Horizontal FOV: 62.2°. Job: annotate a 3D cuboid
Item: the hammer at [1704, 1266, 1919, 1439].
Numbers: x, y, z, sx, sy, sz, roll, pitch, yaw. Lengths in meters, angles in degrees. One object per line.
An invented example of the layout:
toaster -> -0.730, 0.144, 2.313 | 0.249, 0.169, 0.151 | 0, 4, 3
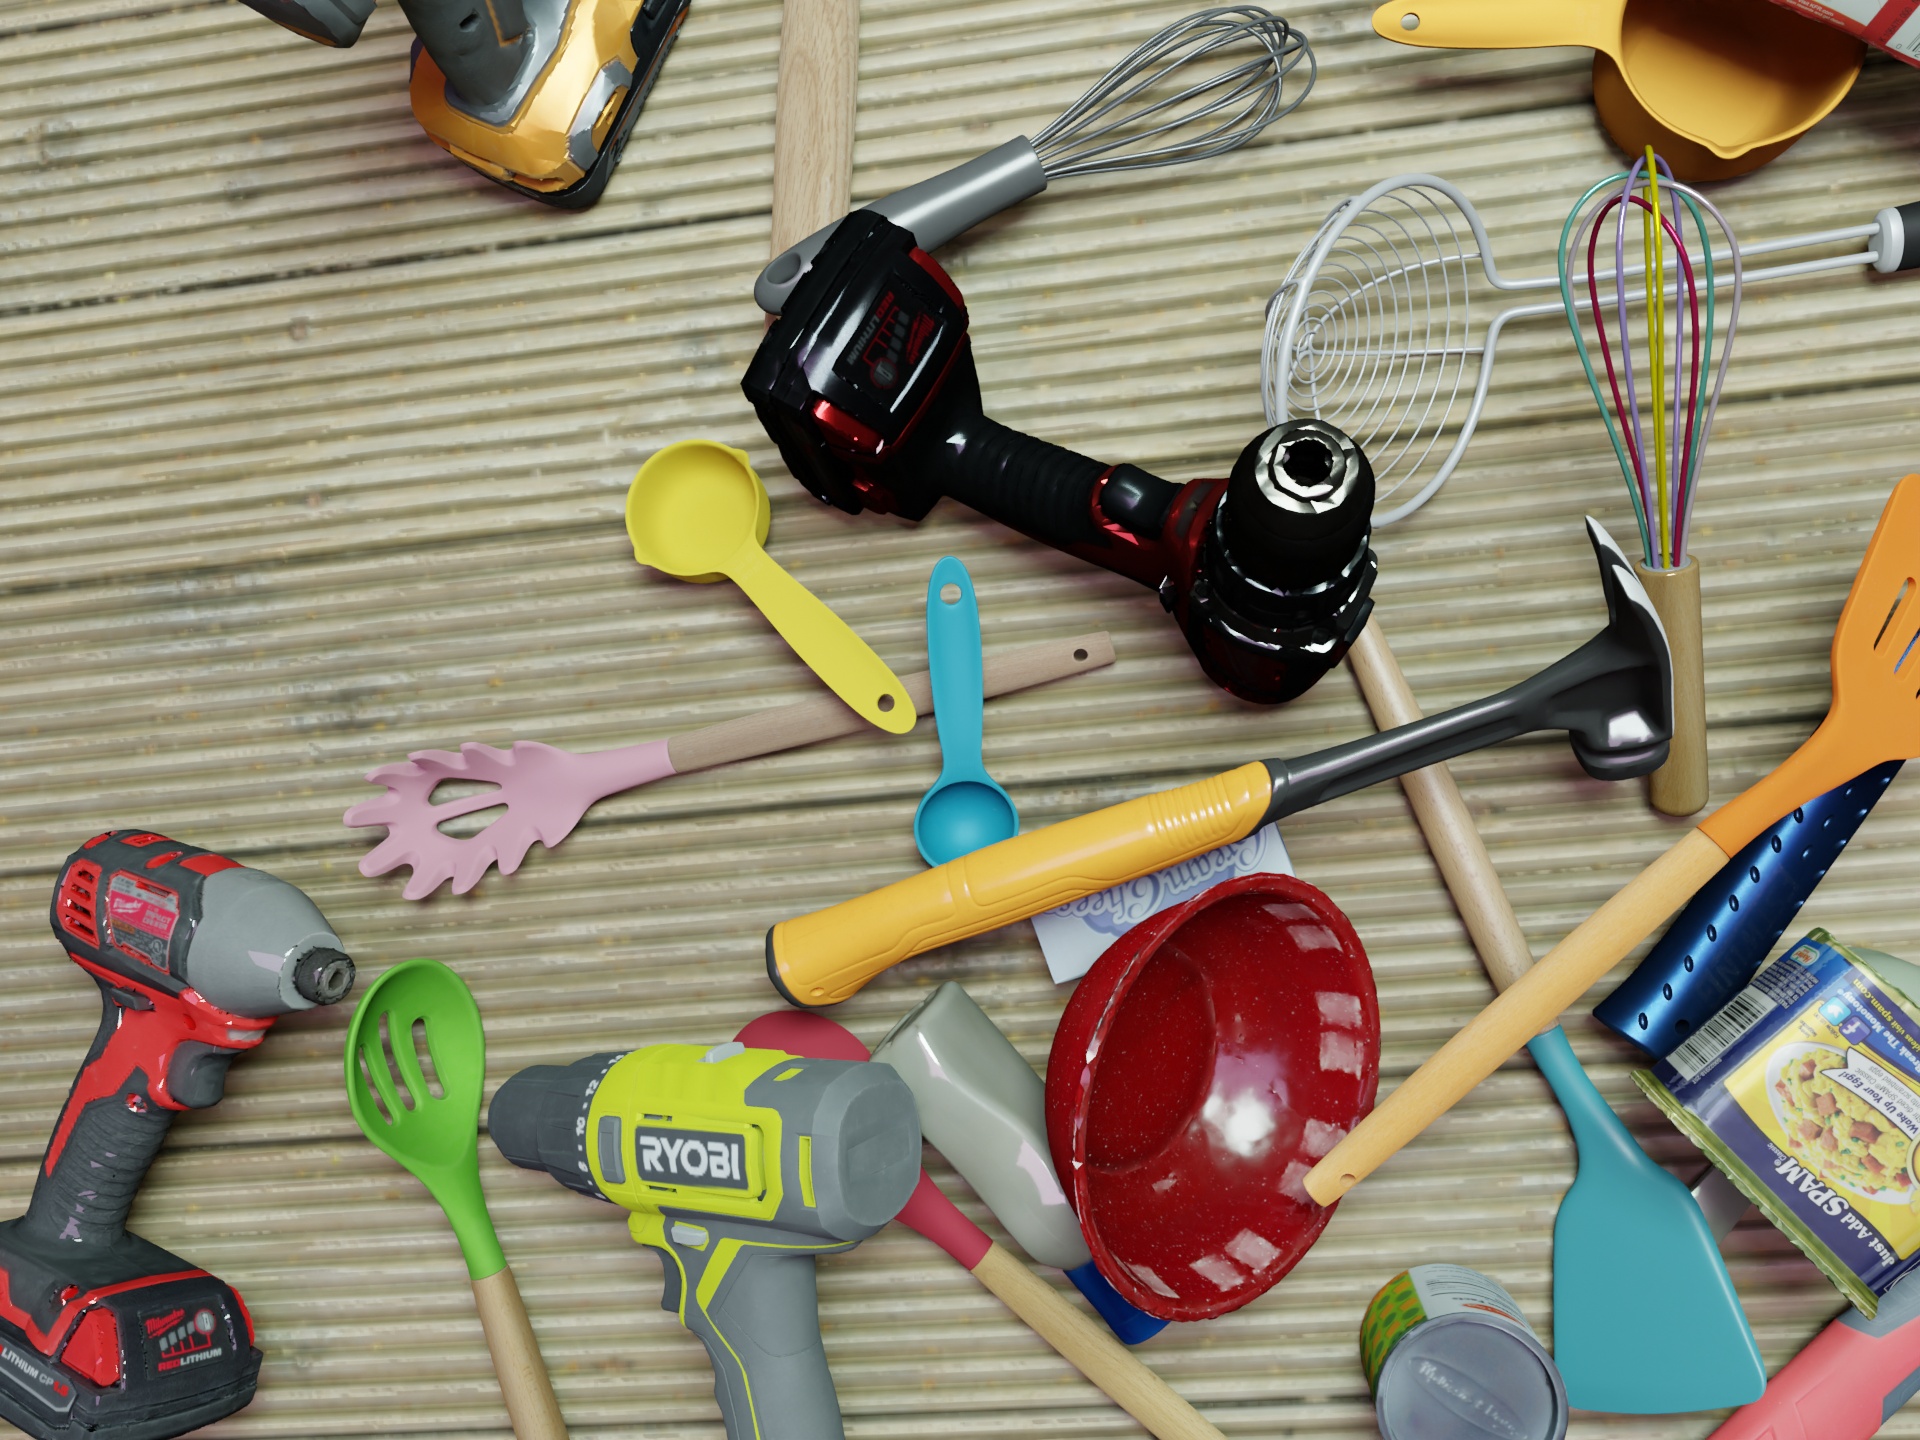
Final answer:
hammer -> 0.339, 0.250, 0.580 | 0.386, 0.038, 0.143 | -45, 85, 4

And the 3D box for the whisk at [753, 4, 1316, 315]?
whisk -> 0.028, -0.214, 0.619 | 0.239, 0.055, 0.055 | -26, 85, 0

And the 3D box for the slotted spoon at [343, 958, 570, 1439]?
slotted spoon -> -0.185, 0.249, 0.645 | 0.031, 0.070, 0.314 | -17, 91, 31

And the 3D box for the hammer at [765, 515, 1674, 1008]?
hammer -> 0.080, 0.033, 0.565 | 0.337, 0.127, 0.034 | -21, 55, 13

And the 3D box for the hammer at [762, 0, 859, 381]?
hammer -> -0.054, -0.297, 0.652 | 0.130, 0.031, 0.331 | 2, 89, 8

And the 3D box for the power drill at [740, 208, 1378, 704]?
power drill -> 0.041, -0.090, 0.555 | 0.227, 0.187, 0.080 | 29, 82, 12

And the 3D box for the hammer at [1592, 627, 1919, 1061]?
hammer -> 0.370, -0.043, 0.575 | 0.144, 0.035, 0.405 | 32, 96, -12

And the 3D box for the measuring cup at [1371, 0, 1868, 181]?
measuring cup -> 0.242, -0.252, 0.602 | 0.173, 0.052, 0.095 | 6, 89, 9

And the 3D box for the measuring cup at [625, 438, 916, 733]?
measuring cup -> -0.071, -0.049, 0.640 | 0.062, 0.029, 0.156 | -45, 79, 2

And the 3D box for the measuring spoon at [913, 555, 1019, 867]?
measuring spoon -> -0.001, -0.002, 0.627 | 0.042, 0.021, 0.128 | -4, 103, -4

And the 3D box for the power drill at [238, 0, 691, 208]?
power drill -> -0.168, -0.302, 0.567 | 0.084, 0.226, 0.185 | 26, 92, 7

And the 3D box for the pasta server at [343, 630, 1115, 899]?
pasta server -> -0.092, 0.009, 0.644 | 0.316, 0.040, 0.060 | -14, 99, 6

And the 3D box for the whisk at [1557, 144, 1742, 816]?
whisk -> 0.244, -0.074, 0.556 | 0.051, 0.047, 0.244 | -16, 113, -5

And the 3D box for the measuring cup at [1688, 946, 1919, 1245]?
measuring cup -> 0.306, 0.157, 0.586 | 0.083, 0.038, 0.167 | 41, 91, 7

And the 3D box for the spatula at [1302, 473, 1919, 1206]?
spatula -> 0.239, 0.056, 0.554 | 0.081, 0.041, 0.322 | 42, 101, -16

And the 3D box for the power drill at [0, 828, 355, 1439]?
power drill -> -0.318, 0.163, 0.636 | 0.143, 0.078, 0.220 | 12, 87, 26

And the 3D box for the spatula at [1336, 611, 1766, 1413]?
spatula -> 0.203, 0.095, 0.598 | 0.082, 0.044, 0.317 | -31, 78, 48

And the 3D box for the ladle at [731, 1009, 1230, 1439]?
ladle -> 0.028, 0.229, 0.628 | 0.315, 0.031, 0.069 | 39, 96, 5

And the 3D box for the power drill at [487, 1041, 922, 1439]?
power drill -> -0.100, 0.236, 0.603 | 0.190, 0.080, 0.228 | -5, 89, 33

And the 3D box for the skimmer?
skimmer -> 0.286, -0.155, 0.574 | 0.363, 0.090, 0.127 | -9, 119, 5
